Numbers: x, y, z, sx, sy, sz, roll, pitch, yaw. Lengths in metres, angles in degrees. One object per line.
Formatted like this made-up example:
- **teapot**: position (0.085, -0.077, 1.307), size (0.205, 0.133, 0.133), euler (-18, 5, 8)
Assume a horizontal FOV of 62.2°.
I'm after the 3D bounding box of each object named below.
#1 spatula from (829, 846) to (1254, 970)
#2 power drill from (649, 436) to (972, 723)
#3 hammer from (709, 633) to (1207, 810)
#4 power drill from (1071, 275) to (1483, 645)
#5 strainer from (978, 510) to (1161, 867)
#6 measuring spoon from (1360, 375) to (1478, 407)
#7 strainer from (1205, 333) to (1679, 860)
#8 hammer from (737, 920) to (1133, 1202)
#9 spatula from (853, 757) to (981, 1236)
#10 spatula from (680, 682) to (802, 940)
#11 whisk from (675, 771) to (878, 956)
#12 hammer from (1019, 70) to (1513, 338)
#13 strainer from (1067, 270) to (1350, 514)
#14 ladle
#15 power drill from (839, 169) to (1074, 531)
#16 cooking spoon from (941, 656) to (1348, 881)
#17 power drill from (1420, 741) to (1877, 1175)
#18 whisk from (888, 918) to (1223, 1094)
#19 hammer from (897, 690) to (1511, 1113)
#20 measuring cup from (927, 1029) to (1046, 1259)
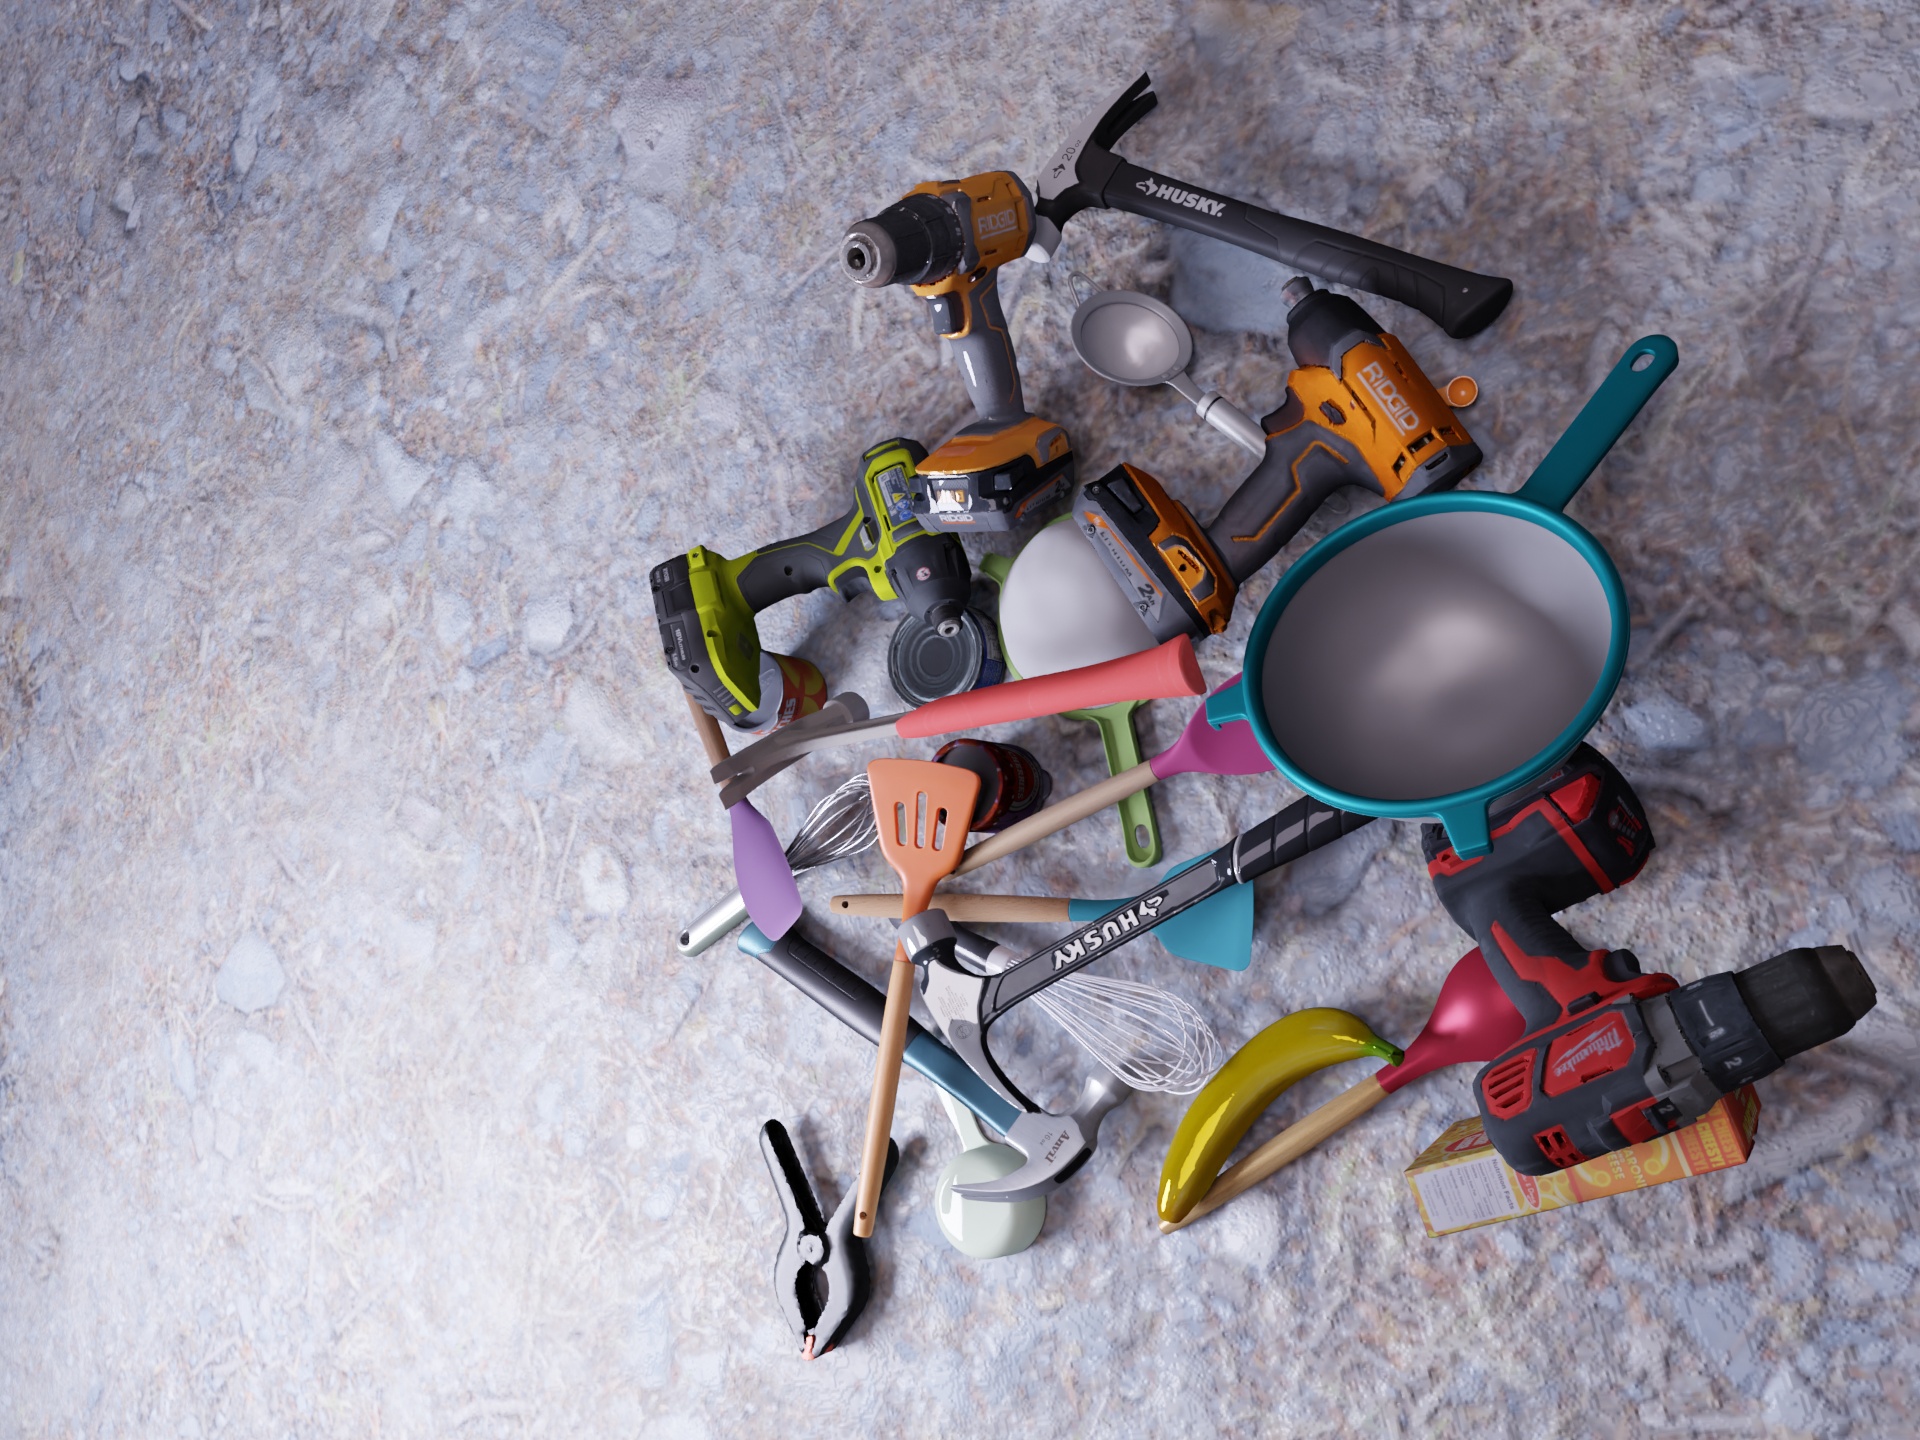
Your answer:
- **spatula**: position (0.048, 0.126, 1.083), size (0.317, 0.044, 0.082), euler (-2, 79, 24)
- **power drill**: position (-0.104, -0.095, 1.159), size (0.223, 0.080, 0.171), euler (-25, 54, 9)
- **hammer**: position (-0.002, -0.003, 1.036), size (0.359, 0.149, 0.036), euler (-11, 106, 41)
- **power drill**: position (0.185, -0.162, 0.997), size (0.226, 0.084, 0.164), euler (-34, 81, 8)
- **strainer**: position (0.089, -0.025, 1.079), size (0.151, 0.069, 0.256), euler (-18, 77, 29)
- **measuring spoon**: position (0.275, -0.196, 1.021), size (0.117, 0.011, 0.021), euler (-14, 84, 33)
- **strainer**: position (0.315, -0.070, 0.915), size (0.211, 0.095, 0.340), euler (31, 78, 43)
- **hammer**: position (-0.040, 0.225, 1.138), size (0.331, 0.033, 0.128), euler (29, 75, 35)
- **spatula**: position (-0.044, 0.188, 1.084), size (0.081, 0.041, 0.323), euler (7, 84, 13)
- **spatula**: position (-0.187, 0.035, 1.243), size (0.059, 0.018, 0.316), euler (-47, 52, 30)
- **whisk**: position (-0.139, 0.116, 1.220), size (0.246, 0.059, 0.058), euler (-38, 54, 28)
- **hammer**: position (0.203, -0.329, 1.054), size (0.335, 0.035, 0.146), euler (28, 84, 27)
- **strainer**: position (0.162, -0.215, 1.075), size (0.087, 0.050, 0.259), euler (-35, 65, -24)
- **ladle**: position (0.241, 0.236, 0.982), size (0.315, 0.031, 0.069), euler (-42, 64, 23)
- **power drill**: position (-0.002, -0.241, 1.058), size (0.084, 0.185, 0.226), euler (3, 114, 32)
- **cooking spoon**: position (0.108, 0.042, 1.049), size (0.319, 0.017, 0.068), euler (-29, 103, 29)
- **power drill**: position (0.343, 0.113, 0.827), size (0.188, 0.080, 0.227), euler (-32, 29, 24)
- **whisk**: position (0.055, 0.179, 1.090), size (0.285, 0.070, 0.070), euler (22, 96, 37)
- **hammer**: position (0.160, 0.100, 0.992), size (0.409, 0.036, 0.149), euler (-30, 68, 12)
- **measuring cup**: position (-0.001, 0.296, 1.116), size (0.083, 0.038, 0.168), euler (-34, 69, 24)
